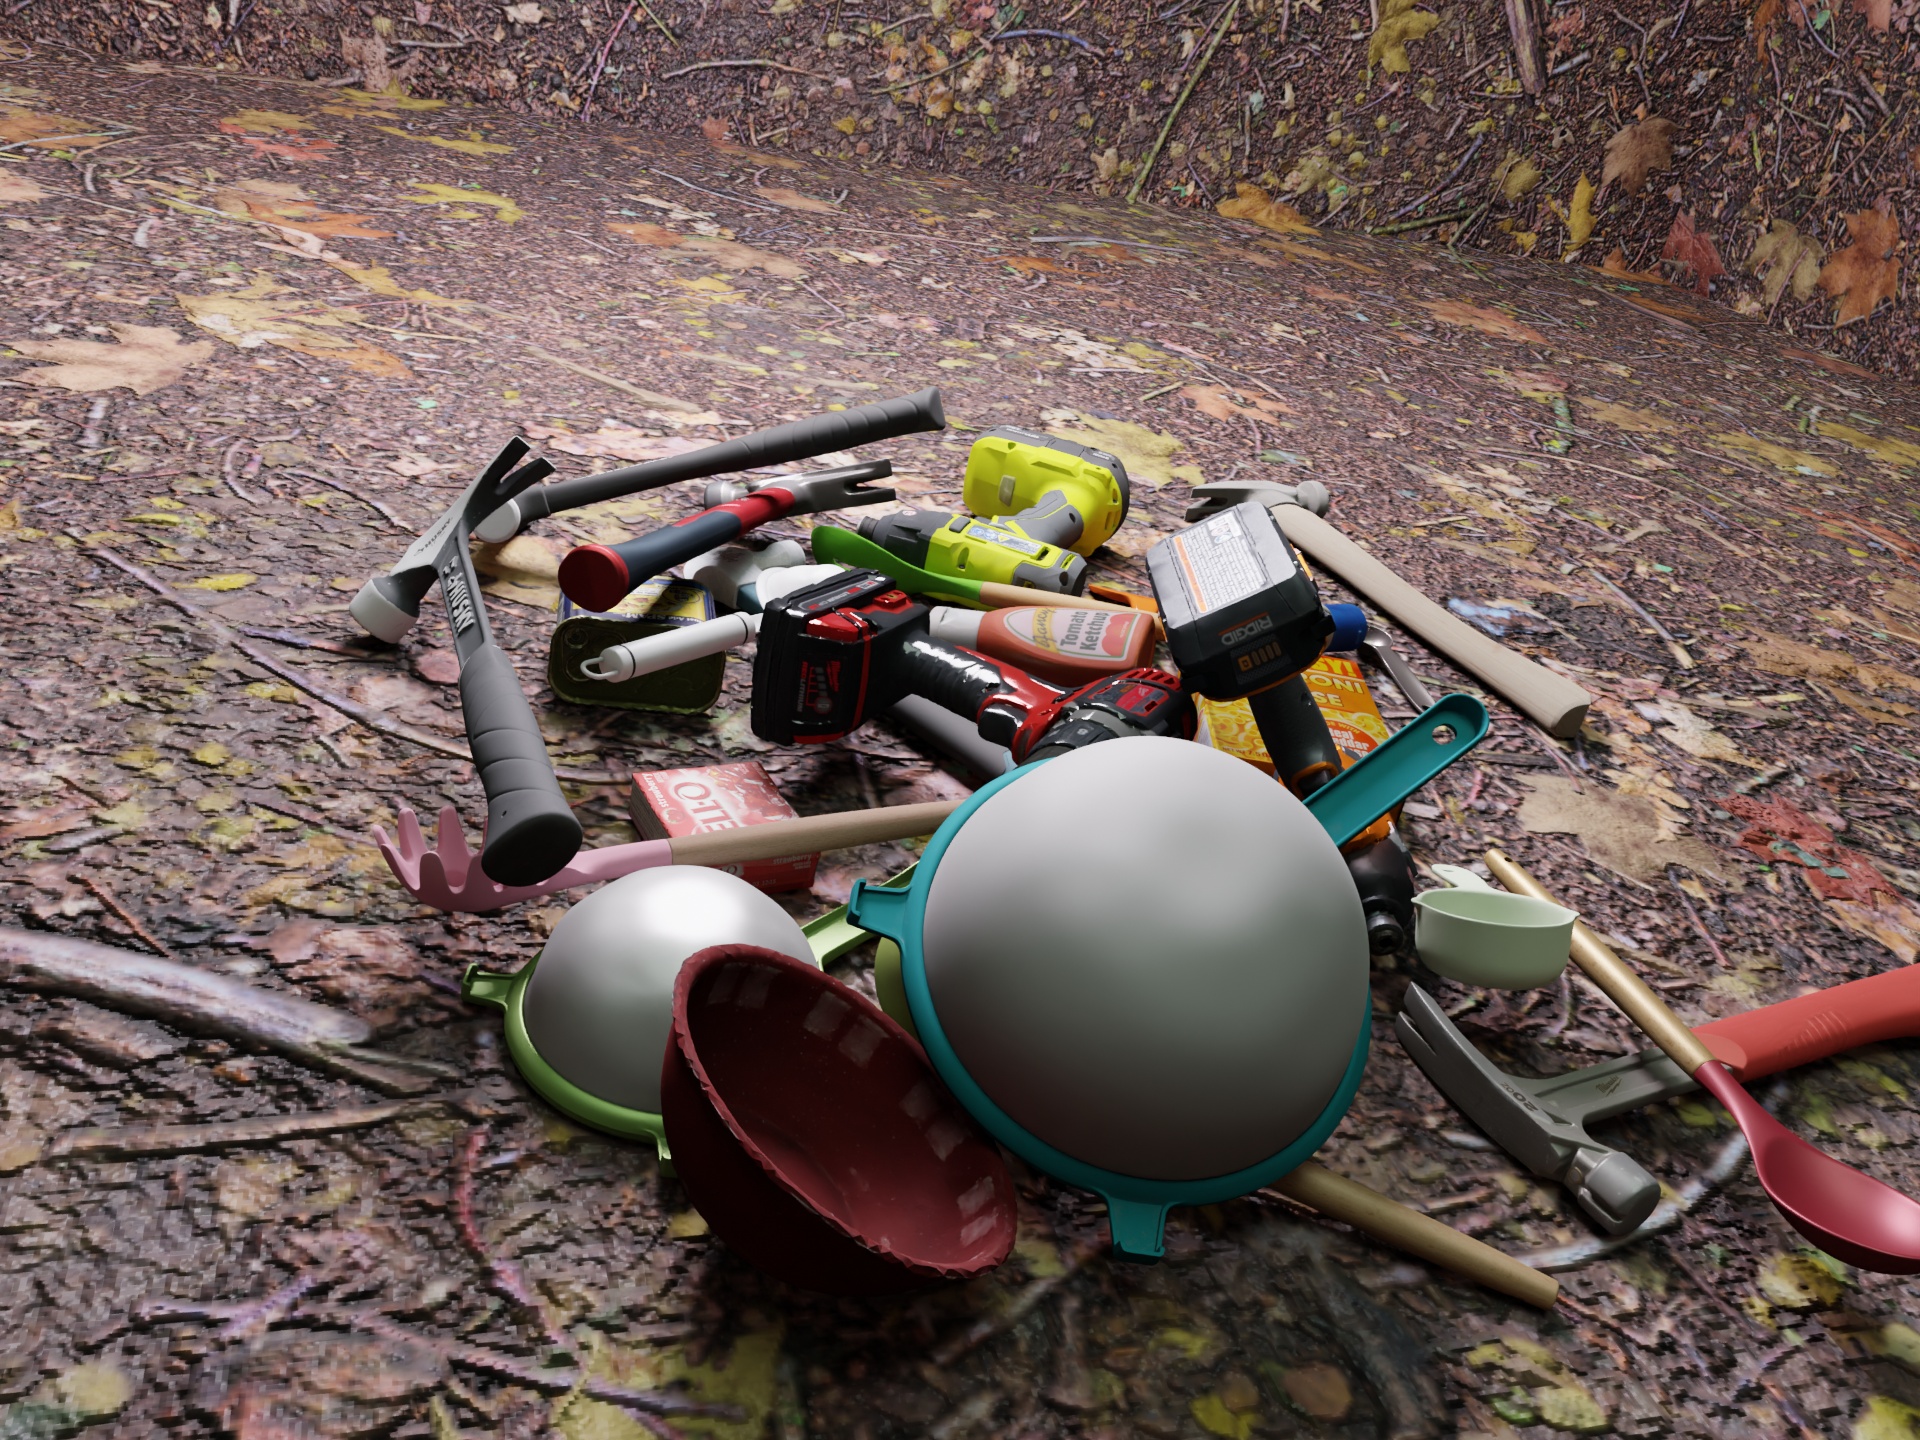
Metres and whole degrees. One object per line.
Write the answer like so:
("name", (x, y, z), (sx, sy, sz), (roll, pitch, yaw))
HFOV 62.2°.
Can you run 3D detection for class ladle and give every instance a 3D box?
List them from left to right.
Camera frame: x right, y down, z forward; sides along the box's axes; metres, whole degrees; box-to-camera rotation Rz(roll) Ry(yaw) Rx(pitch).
("ladle", (0.106, 0.167, 0.692), (0.320, 0.078, 0.062), (23, 71, 11))
("ladle", (0.343, 0.152, 0.770), (0.069, 0.031, 0.316), (3, 28, -20))

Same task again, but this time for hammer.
("hammer", (-0.236, -0.034, 0.795), (0.036, 0.149, 0.409), (40, 4, -33))
("hammer", (-0.170, -0.180, 1.101), (0.334, 0.035, 0.146), (-15, 14, -10))
("hammer", (-0.146, -0.124, 1.015), (0.143, 0.038, 0.386), (-7, 13, 11))
("hammer", (-0.061, -0.034, 1.016), (0.128, 0.033, 0.331), (-16, 39, -43))
("hammer", (0.347, -0.102, 1.302), (0.146, 0.038, 0.411), (-5, 33, -27))
("hammer", (0.402, 0.165, 0.832), (0.359, 0.036, 0.149), (-6, 33, -30))

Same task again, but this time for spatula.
("spatula", (0.123, -0.031, 1.098), (0.081, 0.041, 0.323), (12, 32, 1))

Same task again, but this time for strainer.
("strainer", (-0.122, -0.055, 0.929), (0.087, 0.050, 0.258), (47, 35, 15))
("strainer", (-0.086, 0.094, 0.731), (0.152, 0.069, 0.256), (30, 34, 30))
("strainer", (0.134, 0.054, 0.686), (0.340, 0.095, 0.211), (-31, 69, -27))

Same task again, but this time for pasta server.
("pasta server", (-0.115, 0.054, 0.766), (0.316, 0.040, 0.060), (-6, 21, -29))

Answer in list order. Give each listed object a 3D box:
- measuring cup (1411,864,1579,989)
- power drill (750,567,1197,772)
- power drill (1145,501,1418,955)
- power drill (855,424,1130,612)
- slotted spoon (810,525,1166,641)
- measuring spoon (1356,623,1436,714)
("measuring cup", (0.274, 0.107, 0.851), (0.083, 0.038, 0.167), (4, 6, 5))
("power drill", (-0.001, -0.003, 0.847), (0.227, 0.080, 0.188), (19, 24, 21))
("power drill", (0.182, 0.013, 0.855), (0.084, 0.226, 0.164), (-24, 28, 11))
("power drill", (0.033, -0.153, 1.230), (0.171, 0.080, 0.223), (19, 32, 13))
("slotted spoon", (0.039, -0.085, 1.102), (0.314, 0.070, 0.031), (12, 64, 12))
("measuring spoon", (0.326, -0.033, 1.193), (0.034, 0.018, 0.124), (2, 36, -19))
